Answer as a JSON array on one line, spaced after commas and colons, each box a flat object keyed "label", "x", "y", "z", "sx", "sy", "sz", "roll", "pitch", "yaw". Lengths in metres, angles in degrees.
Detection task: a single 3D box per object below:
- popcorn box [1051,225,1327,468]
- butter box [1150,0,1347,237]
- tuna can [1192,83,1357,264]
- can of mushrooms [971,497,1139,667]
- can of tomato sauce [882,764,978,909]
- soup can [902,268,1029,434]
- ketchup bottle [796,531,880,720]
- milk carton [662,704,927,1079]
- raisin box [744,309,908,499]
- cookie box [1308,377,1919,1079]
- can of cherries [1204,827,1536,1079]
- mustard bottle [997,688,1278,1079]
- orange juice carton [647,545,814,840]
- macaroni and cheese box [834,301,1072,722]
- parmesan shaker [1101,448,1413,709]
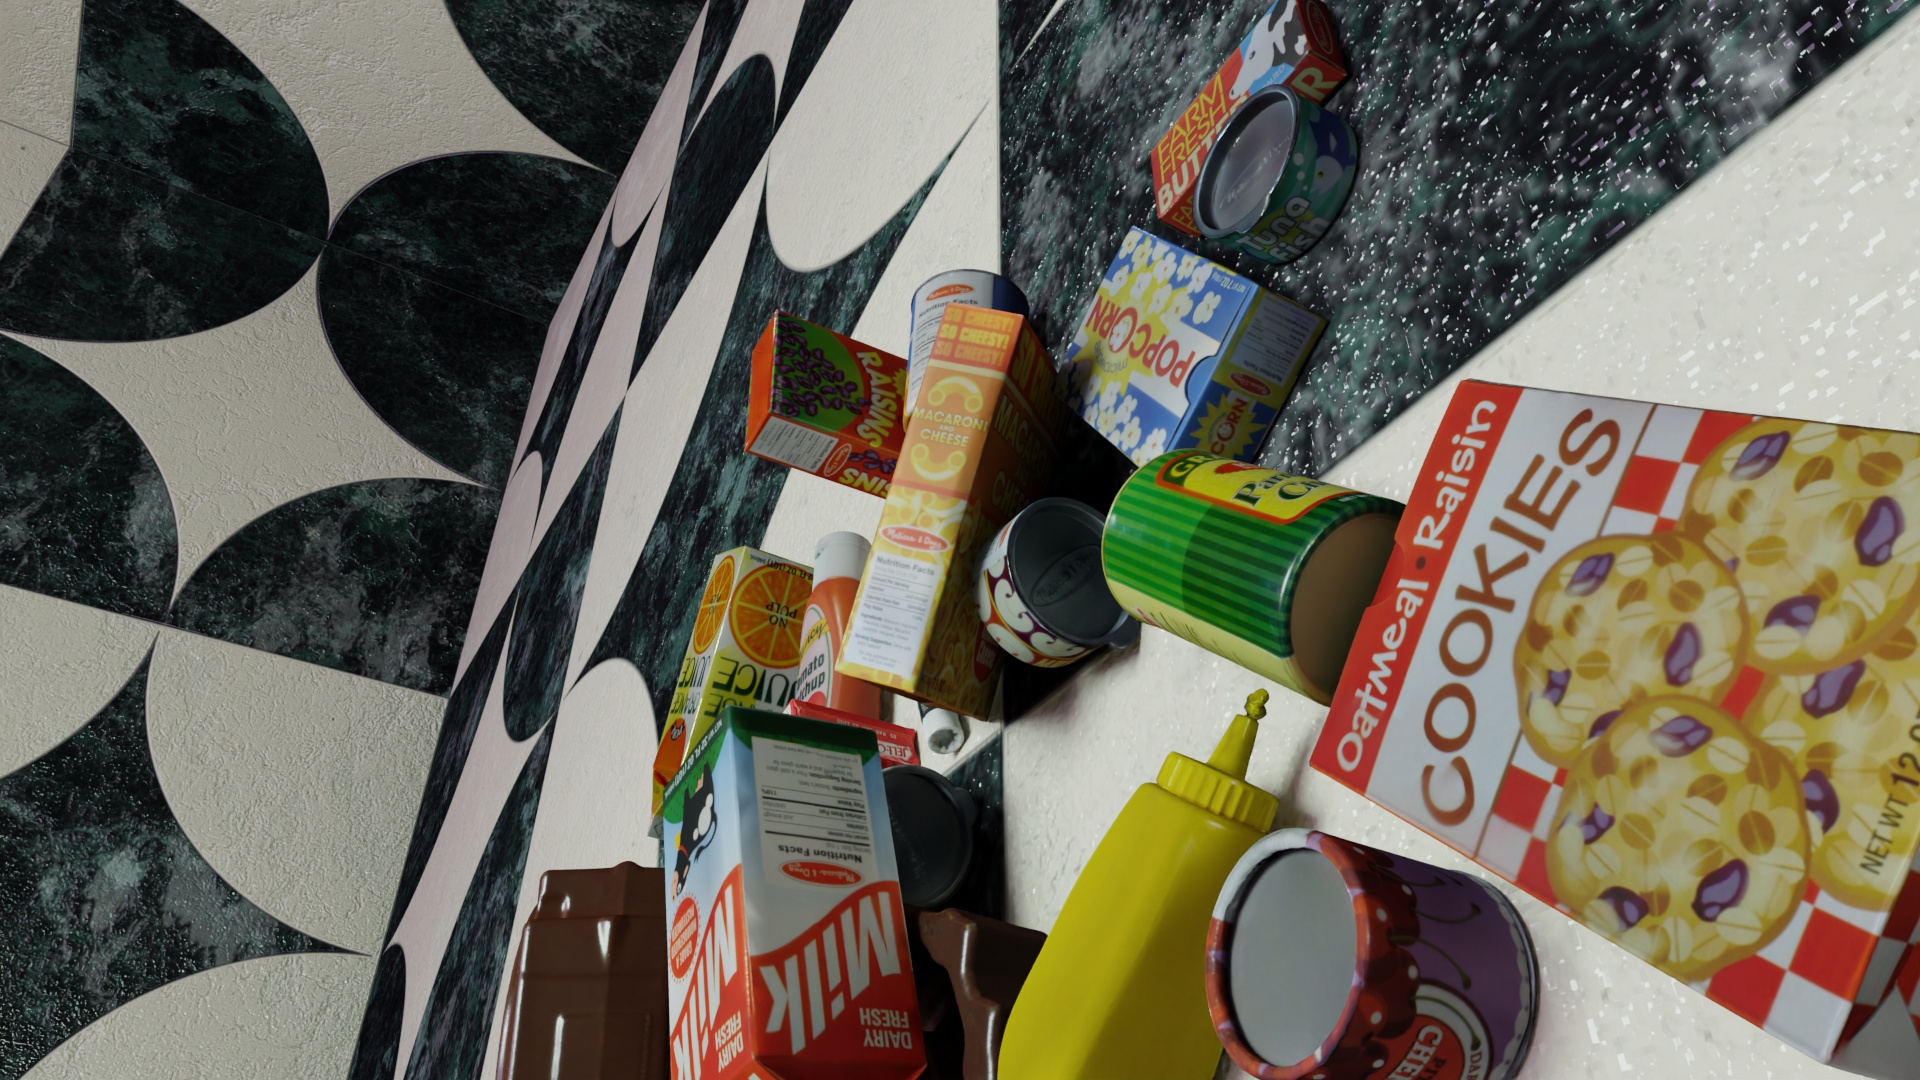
[{"label": "popcorn box", "x": 0.091, "y": -0.077, "z": 0.586, "sx": 0.085, "sy": 0.038, "sz": 0.127, "roll": -63, "pitch": 24, "yaw": 13}, {"label": "butter box", "x": 0.125, "y": -0.188, "z": 0.616, "sx": 0.103, "sy": 0.024, "sz": 0.053, "roll": -47, "pitch": 32, "yaw": 42}, {"label": "tuna can", "x": 0.128, "y": -0.147, "z": 0.566, "sx": 0.070, "sy": 0.033, "sz": 0.071, "roll": -47, "pitch": 33, "yaw": 43}, {"label": "can of mushrooms", "x": 0.042, "y": 0.020, "z": 0.586, "sx": 0.033, "sy": 0.071, "sz": 0.071, "roll": -38, "pitch": 39, "yaw": 51}, {"label": "can of tomato sauce", "x": -0.040, "y": 0.144, "z": 0.664, "sx": 0.083, "sy": 0.071, "sz": 0.071, "roll": -28, "pitch": 47, "yaw": 58}, {"label": "soup can", "x": 0.005, "y": -0.093, "z": 0.755, "sx": 0.071, "sy": 0.071, "sz": 0.084, "roll": -41, "pitch": 37, "yaw": 48}, {"label": "ketchup bottle", "x": -0.071, "y": 0.062, "z": 0.822, "sx": 0.064, "sy": 0.043, "sz": 0.149, "roll": -49, "pitch": 31, "yaw": 41}, {"label": "milk carton", "x": -0.068, "y": 0.166, "z": 0.546, "sx": 0.072, "sy": 0.073, "sz": 0.191, "roll": -51, "pitch": 36, "yaw": 35}, {"label": "raisin box", "x": -0.058, "y": -0.073, "z": 0.798, "sx": 0.040, "sy": 0.123, "sz": 0.086, "roll": -50, "pitch": 31, "yaw": 39}, {"label": "cookie box", "x": 0.166, "y": 0.030, "z": 0.335, "sx": 0.123, "sy": 0.040, "sz": 0.167, "roll": -69, "pitch": 23, "yaw": 3}, {"label": "can of cherries", "x": 0.108, "y": 0.117, "z": 0.371, "sx": 0.071, "sy": 0.058, "sz": 0.072, "roll": -47, "pitch": 32, "yaw": 42}, {"label": "mustard bottle", "x": 0.068, "y": 0.122, "z": 0.454, "sx": 0.049, "sy": 0.065, "sz": 0.160, "roll": 17, "pitch": 82, "yaw": 61}, {"label": "orange juice carton", "x": -0.144, "y": 0.106, "z": 0.910, "sx": 0.073, "sy": 0.072, "sz": 0.193, "roll": -15, "pitch": 58, "yaw": 63}, {"label": "macaroni and cheese box", "x": 0.002, "y": -0.008, "z": 0.634, "sx": 0.123, "sy": 0.040, "sz": 0.166, "roll": 42, "pitch": -118, "yaw": -70}, {"label": "parmesan shaker", "x": 0.103, "y": 0.010, "z": 0.457, "sx": 0.103, "sy": 0.071, "sz": 0.071, "roll": 25, "pitch": 95, "yaw": 63}]
